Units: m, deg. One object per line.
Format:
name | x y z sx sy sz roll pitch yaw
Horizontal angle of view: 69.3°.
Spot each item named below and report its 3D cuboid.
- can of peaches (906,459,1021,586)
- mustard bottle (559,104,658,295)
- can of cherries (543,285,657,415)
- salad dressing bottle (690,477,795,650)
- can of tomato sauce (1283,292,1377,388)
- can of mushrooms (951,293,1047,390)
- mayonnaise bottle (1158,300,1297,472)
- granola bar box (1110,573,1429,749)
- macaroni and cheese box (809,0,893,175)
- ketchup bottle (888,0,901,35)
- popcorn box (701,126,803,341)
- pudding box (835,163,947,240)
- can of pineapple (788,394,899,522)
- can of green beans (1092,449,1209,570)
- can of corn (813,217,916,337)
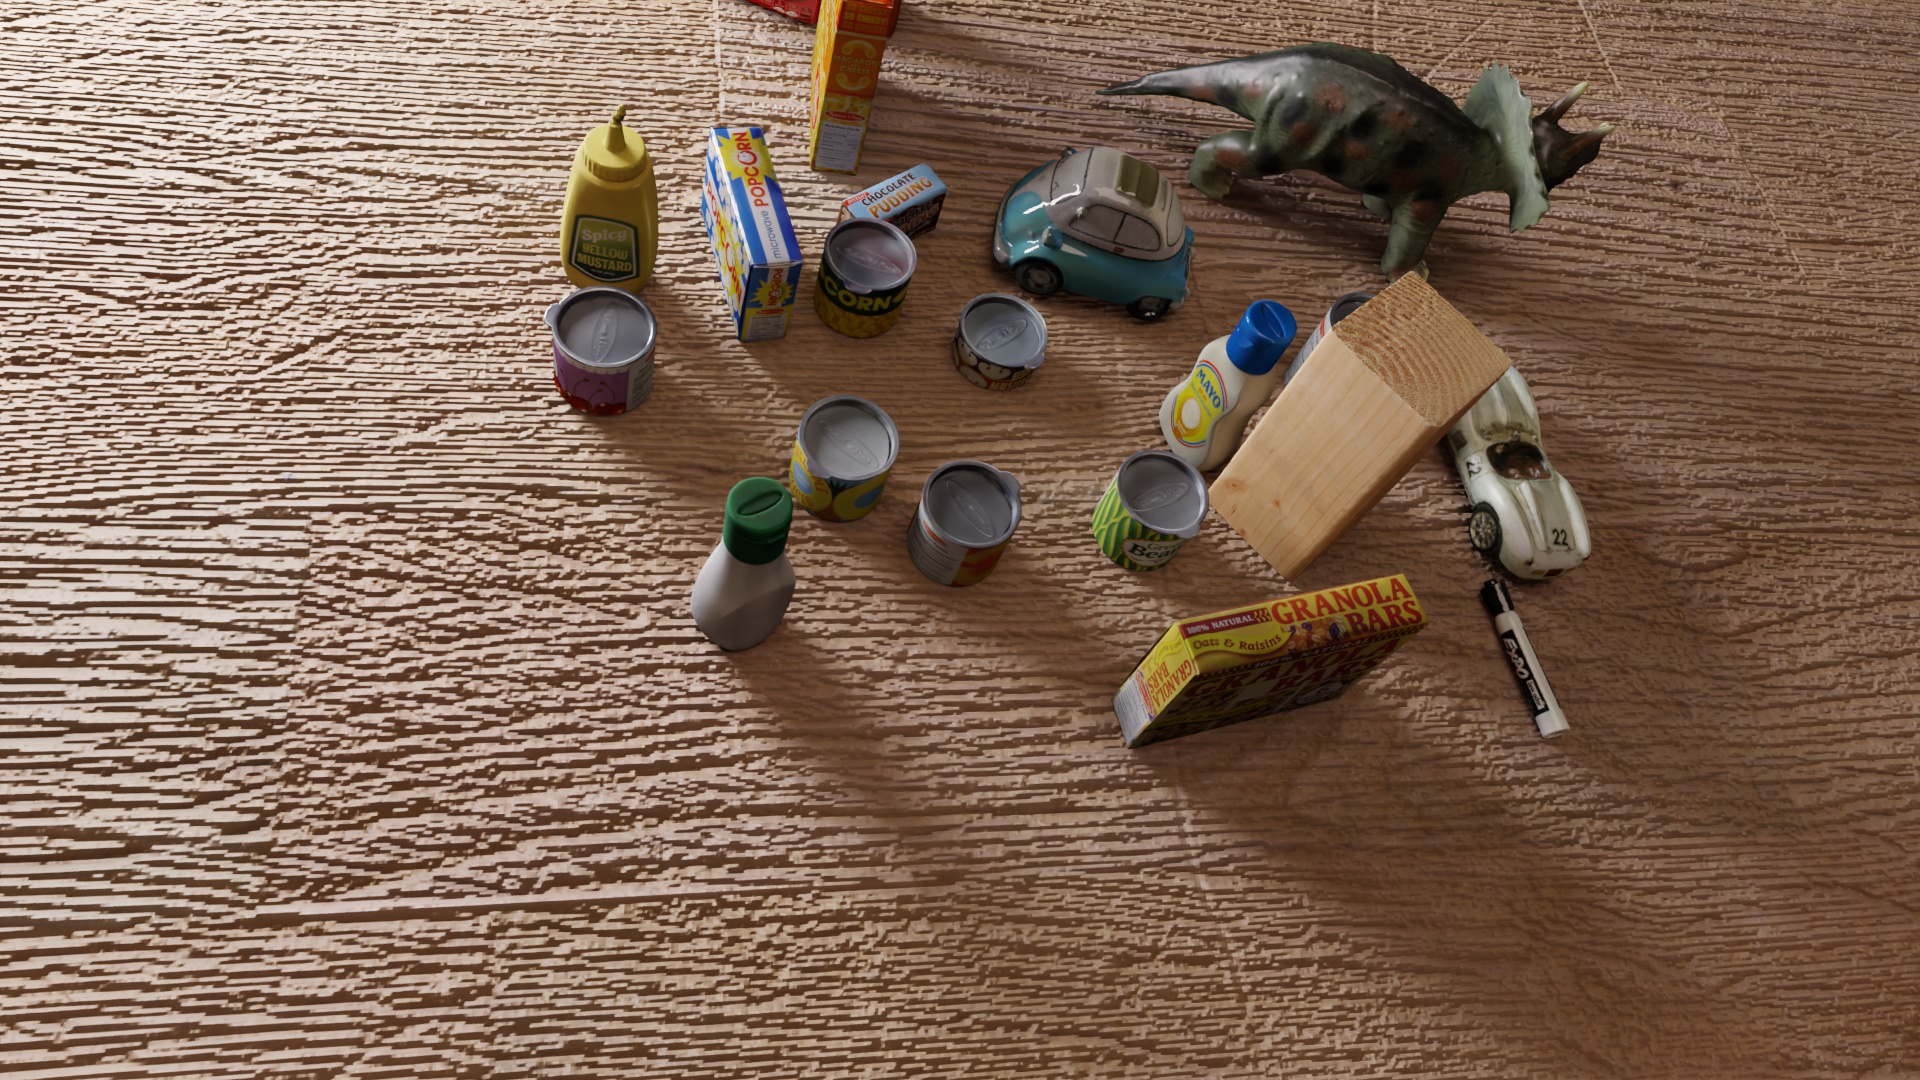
can of peaches | 0.003 -0.012 0.919 0.071 0.057 0.071 7 60 -11
mustard bottle | -0.231 -0.226 0.918 0.065 0.159 0.049 8 60 -11
can of cherries | -0.238 -0.126 0.919 0.071 0.058 0.072 7 60 -11
salad dressing bottle | -0.124 0.015 0.816 0.064 0.147 0.044 -26 71 -26
can of tomato sauce | 0.295 -0.136 1.055 0.071 0.082 0.071 7 60 -11
can of mushrooms | 0.030 -0.143 1.016 0.071 0.033 0.071 7 60 -11
mayonnaise bottle | 0.187 -0.109 0.972 0.041 0.147 0.065 -16 67 -23
granola bar box | 0.192 0.077 0.881 0.166 0.123 0.039 -10 64 -20
macaroni and cheese box | -0.083 -0.379 1.043 0.040 0.165 0.124 4 60 -13
ketchup bottle | -0.059 -0.483 1.120 0.043 0.148 0.065 -3 62 -17
popcorn box | -0.149 -0.216 0.979 0.038 0.084 0.127 -9 64 -20
pudding box | -0.053 -0.245 1.043 0.084 0.049 0.030 -32 73 -28
can of pineapple | -0.080 -0.053 0.920 0.071 0.057 0.071 7 60 -11
can of green beans | 0.130 -0.020 0.958 0.071 0.057 0.071 7 60 -11
can of corn | -0.070 -0.186 0.999 0.071 0.058 0.071 7 60 -11
